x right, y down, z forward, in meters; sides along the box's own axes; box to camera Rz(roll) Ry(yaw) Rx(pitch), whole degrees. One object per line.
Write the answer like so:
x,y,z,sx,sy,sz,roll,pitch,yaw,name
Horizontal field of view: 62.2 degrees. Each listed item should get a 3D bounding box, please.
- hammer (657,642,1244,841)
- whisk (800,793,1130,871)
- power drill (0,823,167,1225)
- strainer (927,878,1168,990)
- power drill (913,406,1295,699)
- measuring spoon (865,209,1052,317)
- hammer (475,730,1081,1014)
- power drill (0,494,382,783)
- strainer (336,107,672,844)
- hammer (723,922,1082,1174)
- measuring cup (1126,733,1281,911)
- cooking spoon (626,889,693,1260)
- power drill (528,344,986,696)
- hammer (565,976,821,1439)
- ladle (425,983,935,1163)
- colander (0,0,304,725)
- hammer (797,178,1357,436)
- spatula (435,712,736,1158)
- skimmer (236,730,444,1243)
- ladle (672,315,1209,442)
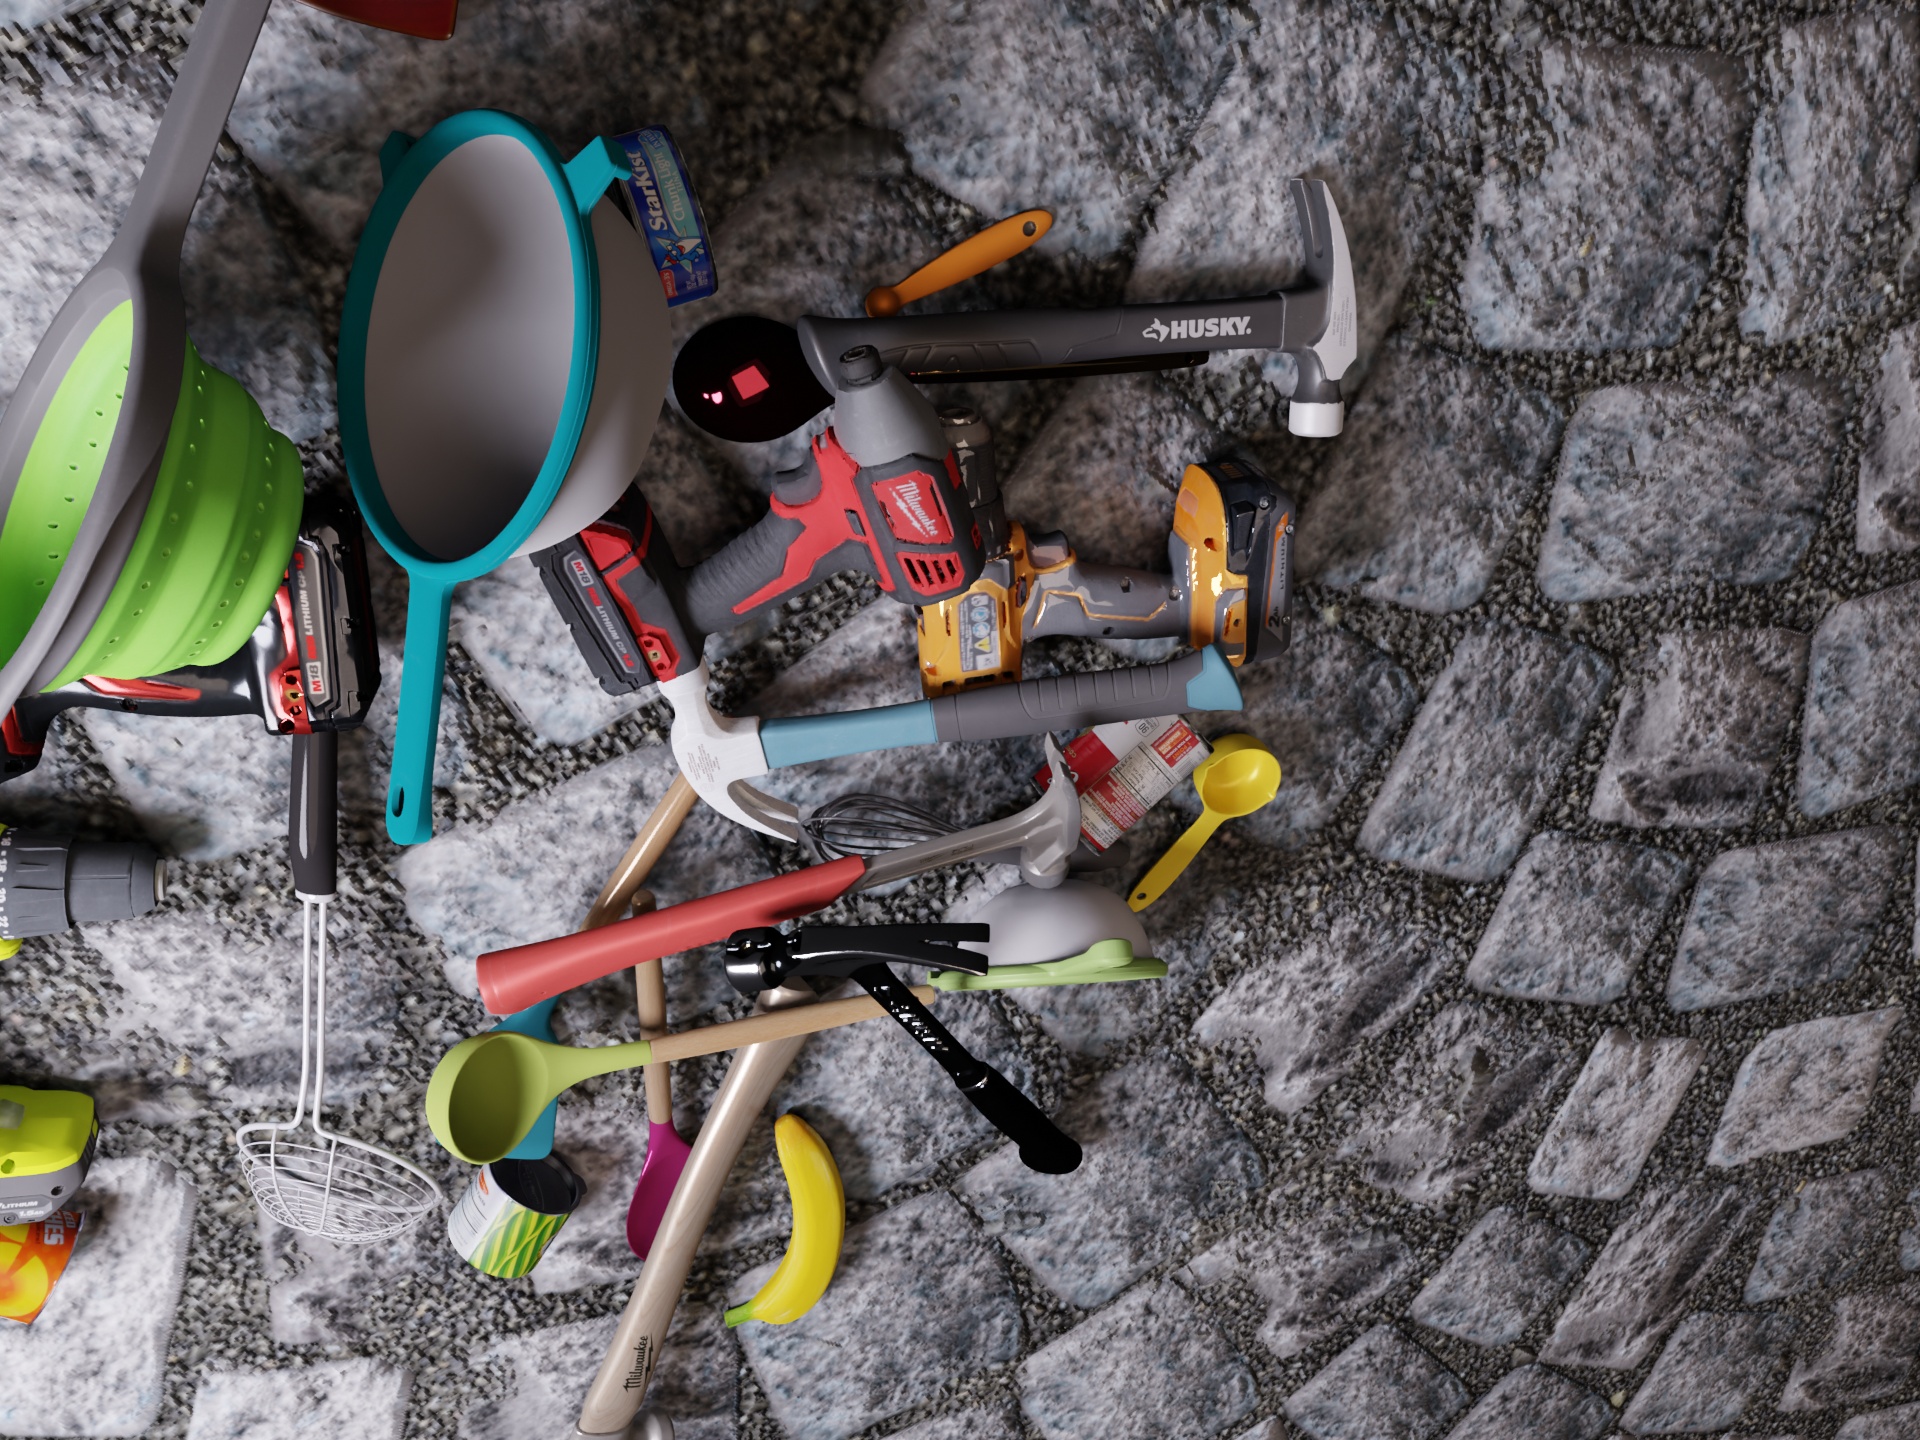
-0.001,-0.003,0.923,0.331,0.033,0.128,-8,124,2,hammer
0.009,0.079,1.031,0.238,0.055,0.055,6,113,-27,whisk
-0.535,0.159,0.864,0.190,0.080,0.228,1,113,-20,power drill
0.066,0.129,0.993,0.151,0.256,0.069,-2,78,-9,strainer
0.080,-0.104,0.945,0.226,0.084,0.185,-9,118,-9,power drill
0.001,-0.252,0.878,0.117,0.011,0.021,-29,122,-4,measuring spoon
-0.104,0.100,0.927,0.359,0.037,0.149,-15,150,-6,hammer
-0.416,-0.068,0.785,0.226,0.080,0.188,-6,104,-14,power drill
-0.213,-0.106,0.761,0.095,0.211,0.340,-1,105,-48,strainer
0.006,0.222,1.027,0.149,0.036,0.408,-8,146,19,hammer
0.159,0.071,1.097,0.062,0.029,0.156,22,118,-27,measuring cup
-0.197,0.240,1.039,0.068,0.017,0.318,-21,129,-33,cooking spoon
-0.107,-0.107,0.845,0.219,0.079,0.143,-17,125,5,power drill
-0.197,0.350,1.074,0.146,0.038,0.410,9,110,-46,hammer
-0.162,0.203,0.978,0.320,0.062,0.078,-8,106,-21,ladle
-0.322,-0.164,0.687,0.094,0.205,0.397,21,90,-43,colander
0.073,-0.221,0.886,0.334,0.035,0.146,-8,112,-19,hammer
-0.218,0.132,0.979,0.082,0.044,0.317,24,105,-40,spatula
-0.366,0.150,0.939,0.127,0.090,0.363,8,104,7,skimmer
-0.003,-0.198,0.898,0.315,0.031,0.069,-7,116,-18,ladle
